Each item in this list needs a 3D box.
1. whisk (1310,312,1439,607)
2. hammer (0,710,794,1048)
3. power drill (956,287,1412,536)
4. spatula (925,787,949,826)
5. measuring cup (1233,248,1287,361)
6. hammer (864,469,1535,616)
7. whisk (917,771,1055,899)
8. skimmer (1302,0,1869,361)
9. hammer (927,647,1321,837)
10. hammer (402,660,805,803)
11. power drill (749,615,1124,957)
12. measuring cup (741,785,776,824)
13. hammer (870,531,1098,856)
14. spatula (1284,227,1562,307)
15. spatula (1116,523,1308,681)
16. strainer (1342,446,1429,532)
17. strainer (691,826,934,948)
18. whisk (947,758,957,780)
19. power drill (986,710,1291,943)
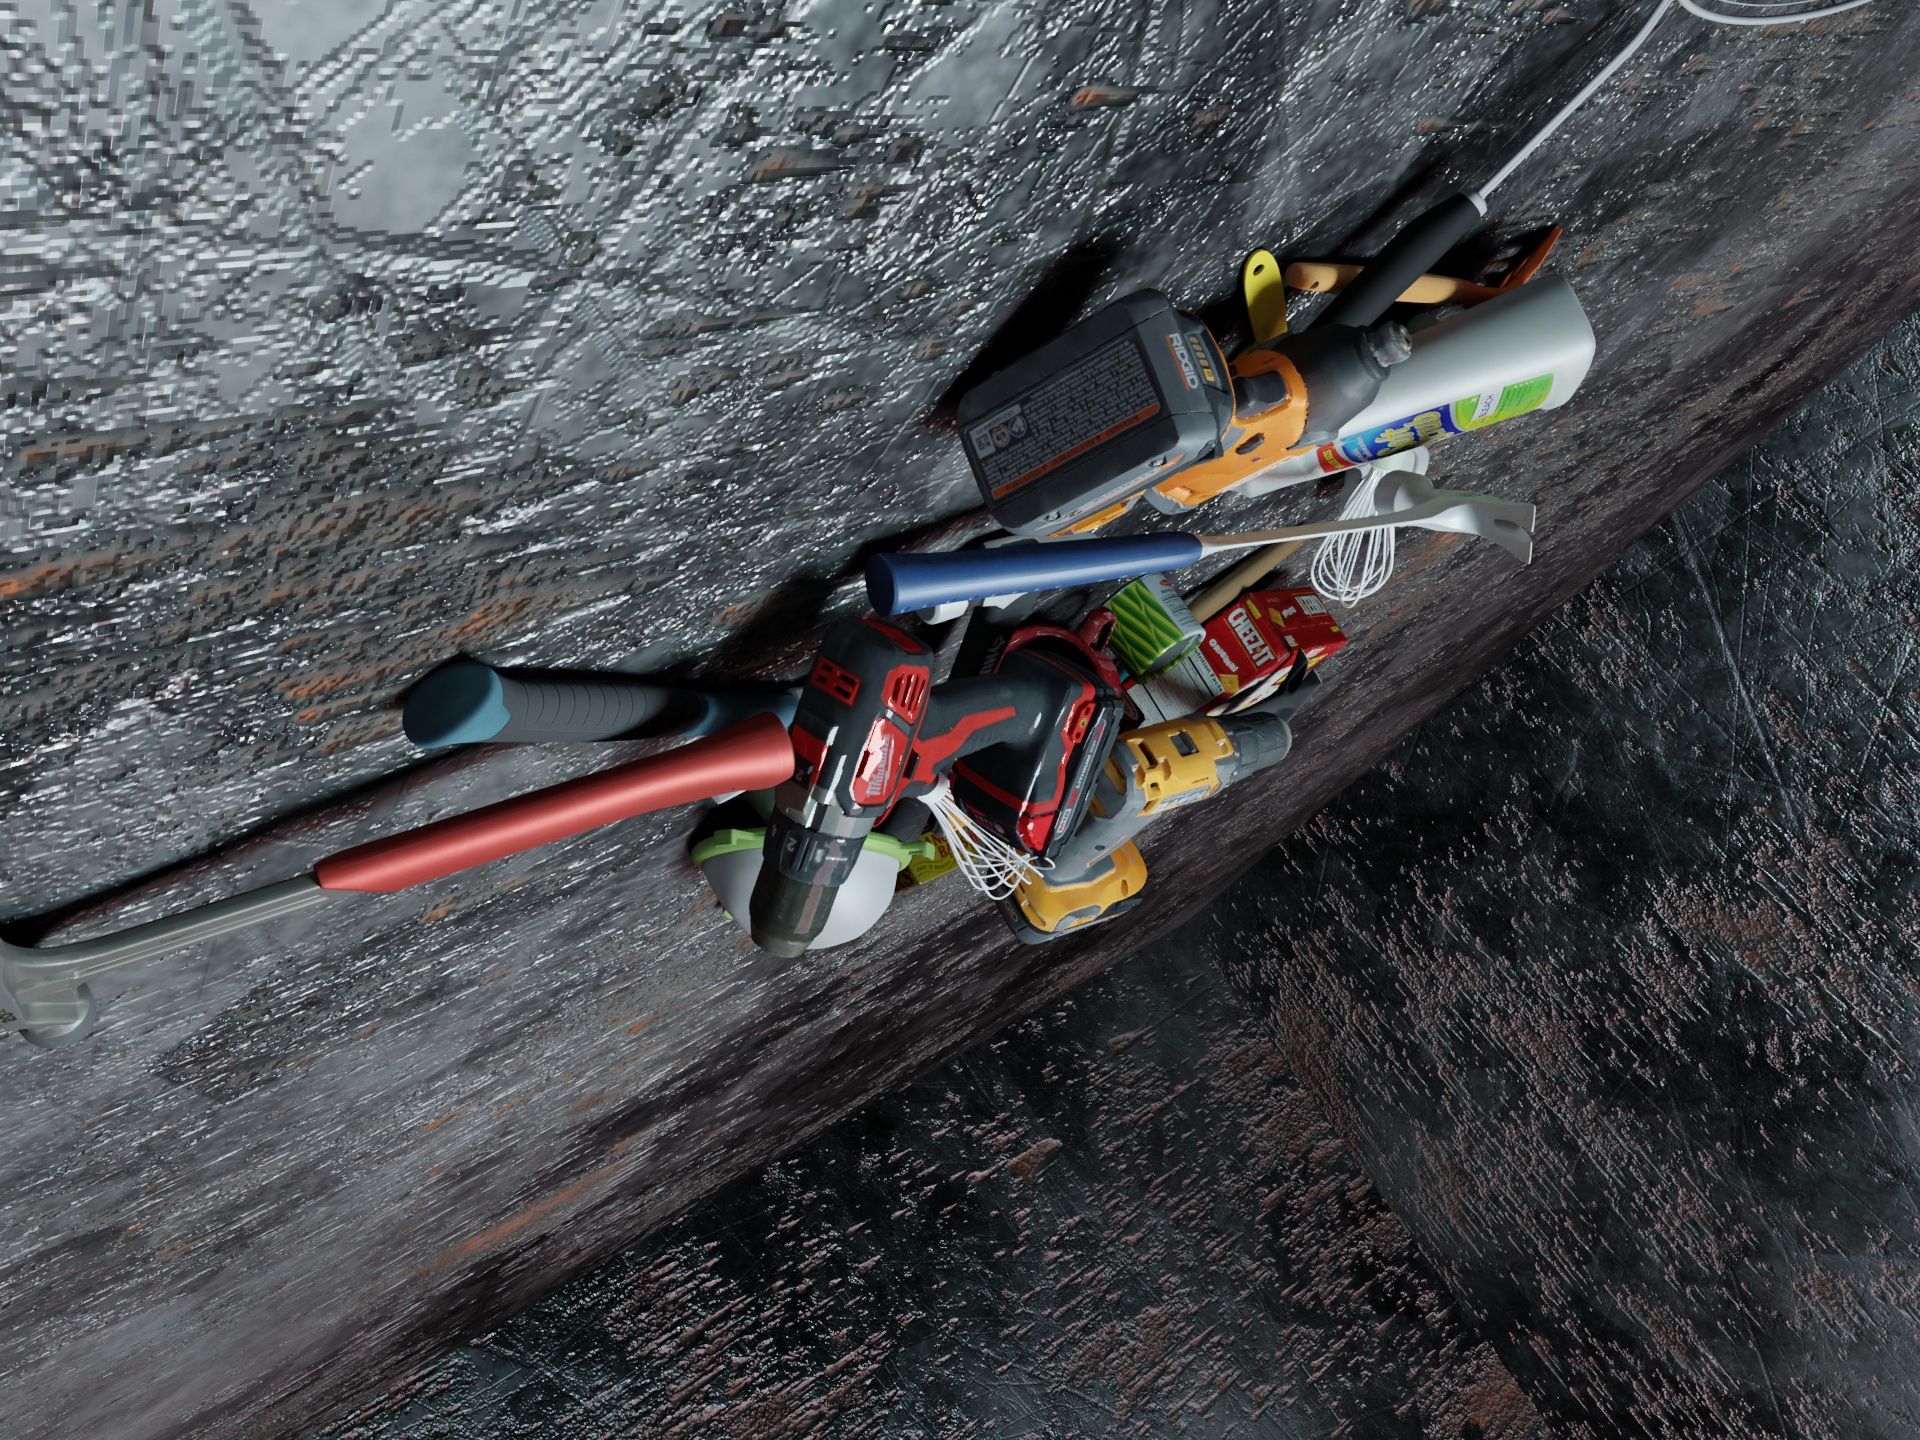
[{"bbox_3d":[0.296,-0.176,1.119,0.059,0.058,0.246,5,135,1],"label":"whisk"},{"bbox_3d":[-0.239,0.056,0.715,0.359,0.037,0.149,-18,163,-28],"label":"hammer"},{"bbox_3d":[0.120,-0.156,0.789,0.164,0.084,0.226,-24,175,35],"label":"power drill"},{"bbox_3d":[-0.010,0.069,1.348,0.059,0.018,0.315,2,149,-28],"label":"spatula"},{"bbox_3d":[0.166,-0.217,0.882,0.062,0.029,0.156,-35,153,0],"label":"measuring cup"},{"bbox_3d":[0.144,-0.100,0.909,0.405,0.144,0.035,-10,110,-23],"label":"hammer"},{"bbox_3d":[-0.008,0.051,1.038,0.070,0.070,0.284,-37,147,6],"label":"whisk"},{"bbox_3d":[0.334,-0.296,0.826,0.363,0.090,0.127,-43,164,14],"label":"skimmer"},{"bbox_3d":[0.125,0.025,1.237,0.337,0.034,0.127,-16,158,-25],"label":"hammer"},{"bbox_3d":[-0.151,-0.005,0.816,0.128,0.033,0.331,-42,163,19],"label":"hammer"},{"bbox_3d":[-0.019,0.039,0.899,0.226,0.080,0.188,1,113,-52],"label":"power drill"},{"bbox_3d":[-0.101,0.059,1.100,0.083,0.038,0.167,-32,162,-11],"label":"measuring cup"},{"bbox_3d":[-0.002,-0.003,1.050,0.146,0.035,0.334,-20,153,-30],"label":"hammer"},{"bbox_3d":[0.282,-0.268,0.966,0.322,0.041,0.081,-12,154,-46],"label":"spatula"},{"bbox_3d":[0.159,-0.077,1.278,0.317,0.044,0.082,-36,164,-16],"label":"spatula"},{"bbox_3d":[0.299,-0.197,1.181,0.087,0.050,0.258,-44,157,11],"label":"strainer"},{"bbox_3d":[-0.129,0.135,1.132,0.151,0.069,0.256,6,161,-22],"label":"strainer"},{"bbox_3d":[-0.017,0.021,1.173,0.051,0.047,0.244,-33,160,-3],"label":"whisk"},{"bbox_3d":[0.137,0.071,1.210,0.185,0.084,0.226,-13,152,-35],"label":"power drill"}]
